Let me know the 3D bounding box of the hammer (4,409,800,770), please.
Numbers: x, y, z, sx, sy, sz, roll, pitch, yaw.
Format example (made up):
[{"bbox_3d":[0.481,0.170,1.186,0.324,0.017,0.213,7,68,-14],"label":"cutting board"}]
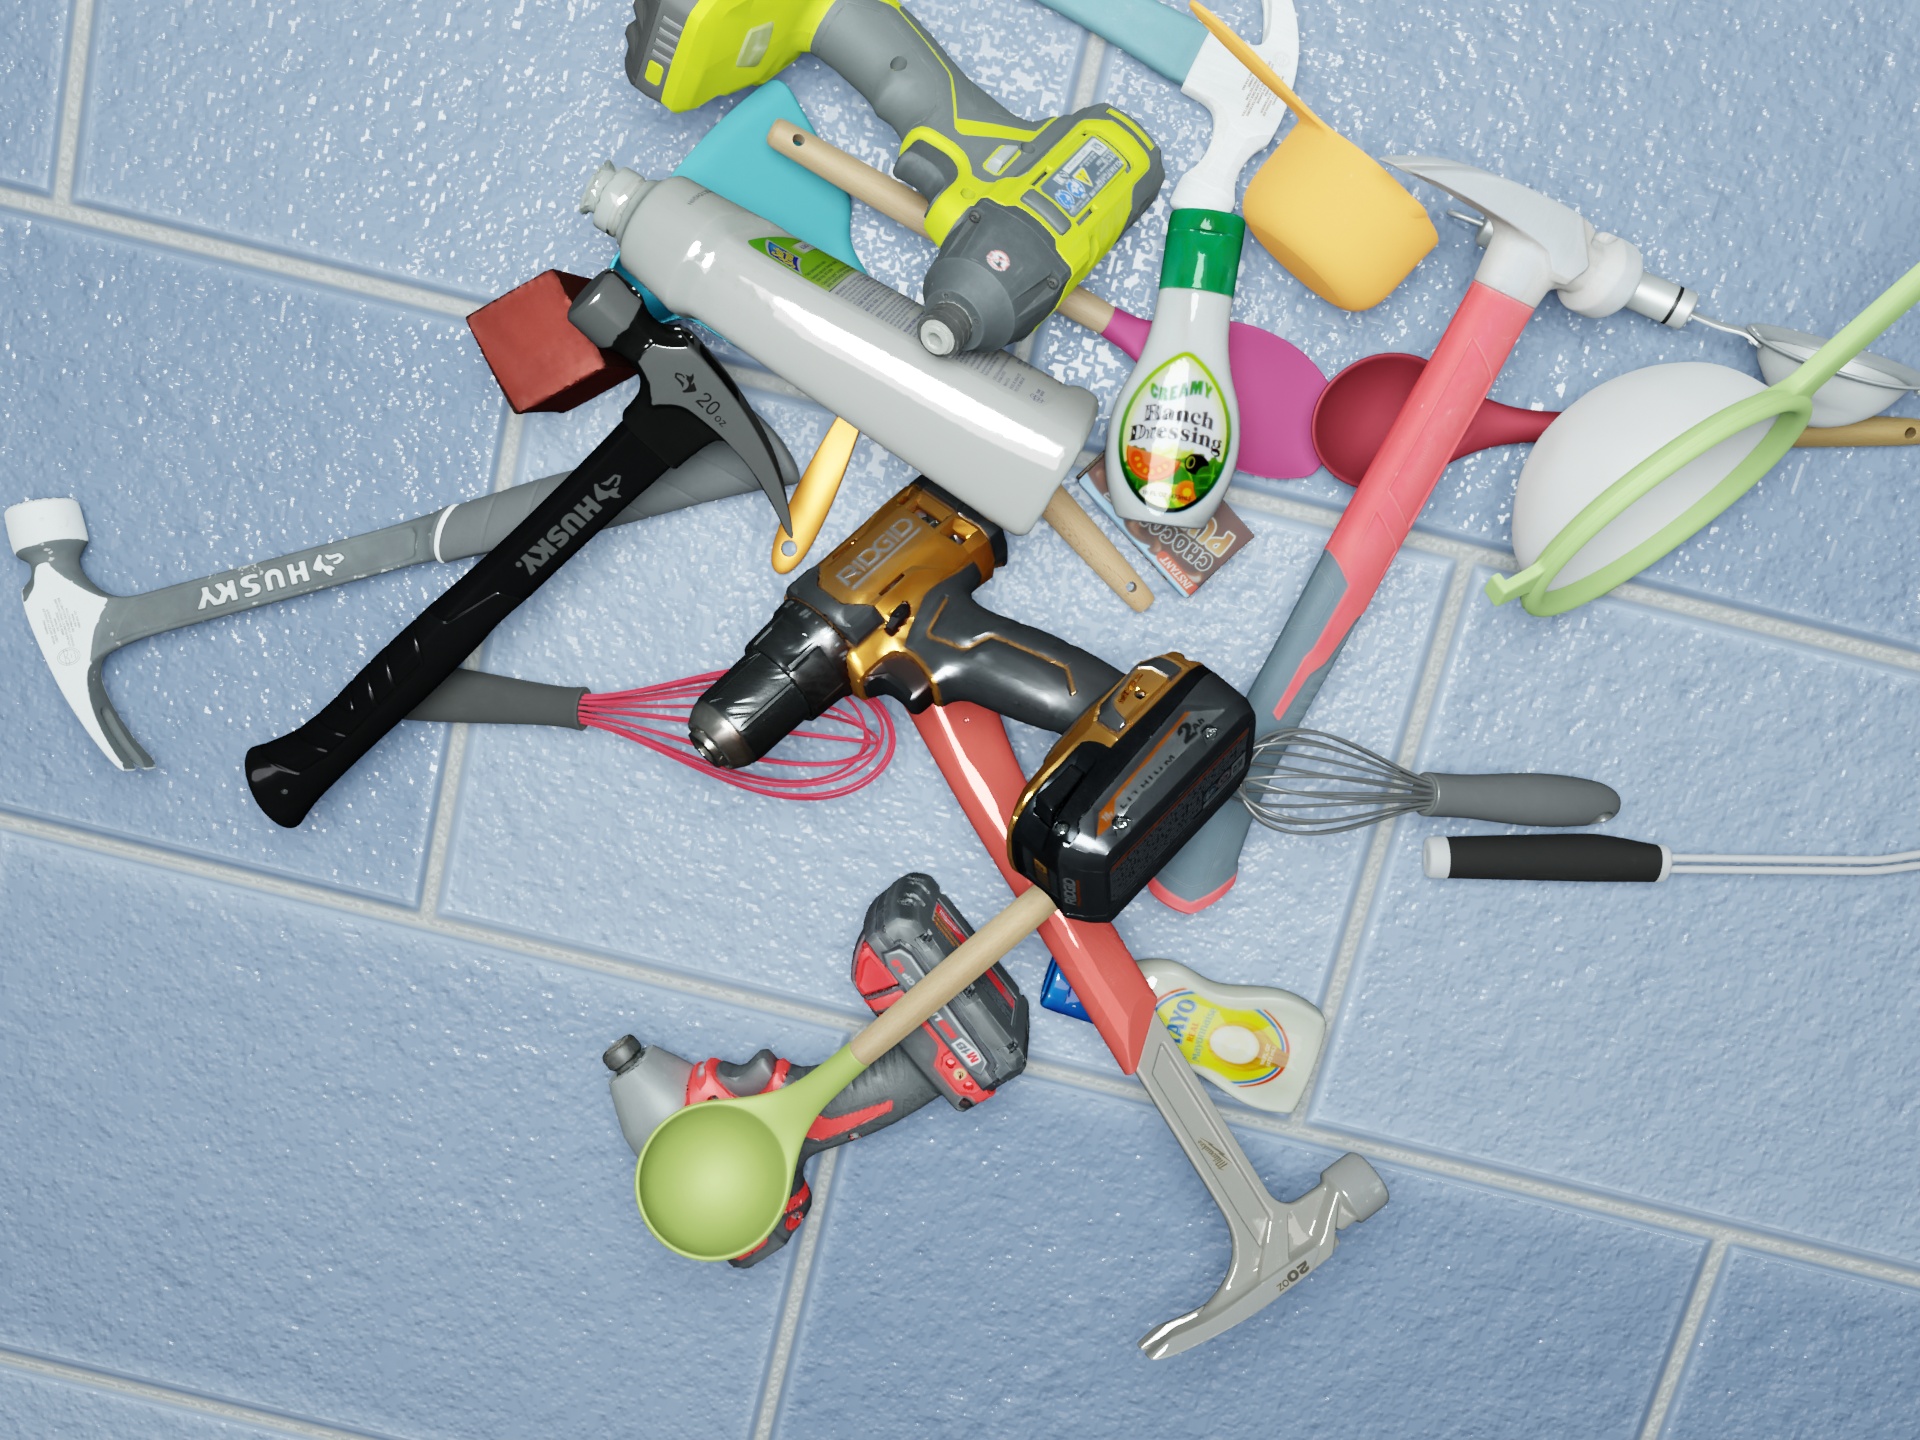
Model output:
[{"bbox_3d":[-0.284,-0.087,0.824,0.409,0.036,0.149,-14,91,3],"label":"hammer"}]

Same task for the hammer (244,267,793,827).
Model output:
[{"bbox_3d":[-0.231,-0.057,0.785,0.334,0.035,0.146,-40,120,14],"label":"hammer"}]

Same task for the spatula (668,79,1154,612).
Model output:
[{"bbox_3d":[-0.011,-0.171,0.799,0.082,0.044,0.317,-43,98,5],"label":"spatula"}]

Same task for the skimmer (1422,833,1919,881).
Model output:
[{"bbox_3d":[0.427,0.095,0.811,0.363,0.090,0.127,1,133,4],"label":"skimmer"}]

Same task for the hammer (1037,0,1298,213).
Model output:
[{"bbox_3d":[0.013,-0.373,0.763,0.331,0.033,0.128,28,102,-3],"label":"hammer"}]

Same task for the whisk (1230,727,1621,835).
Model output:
[{"bbox_3d":[0.236,0.034,0.800,0.239,0.055,0.055,4,102,-21],"label":"whisk"}]

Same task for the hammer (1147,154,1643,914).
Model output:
[{"bbox_3d":[0.176,-0.072,0.773,0.143,0.038,0.386,13,114,-29],"label":"hammer"}]

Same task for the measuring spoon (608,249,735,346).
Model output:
[{"bbox_3d":[-0.118,-0.204,0.814,0.128,0.021,0.042,25,100,-12],"label":"measuring spoon"}]

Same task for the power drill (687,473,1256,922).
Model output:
[{"bbox_3d":[-0.001,-0.002,0.745,0.226,0.084,0.185,38,69,26],"label":"power drill"}]

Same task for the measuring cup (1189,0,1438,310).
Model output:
[{"bbox_3d":[0.147,-0.254,0.733,0.173,0.095,0.052,31,105,-34],"label":"measuring cup"}]

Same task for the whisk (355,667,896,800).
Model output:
[{"bbox_3d":[-0.179,-0.003,0.835,0.296,0.073,0.073,6,102,7],"label":"whisk"}]

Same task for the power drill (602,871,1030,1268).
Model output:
[{"bbox_3d":[-0.082,0.186,0.859,0.219,0.078,0.143,-36,97,11],"label":"power drill"}]

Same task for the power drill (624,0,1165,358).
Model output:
[{"bbox_3d":[-0.032,-0.269,0.714,0.223,0.080,0.171,39,55,-3],"label":"power drill"}]

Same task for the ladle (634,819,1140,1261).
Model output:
[{"bbox_3d":[-0.033,0.151,0.779,0.320,0.062,0.078,-41,88,10],"label":"ladle"}]

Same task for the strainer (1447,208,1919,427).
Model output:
[{"bbox_3d":[0.356,-0.196,0.774,0.258,0.087,0.050,26,120,7],"label":"strainer"}]

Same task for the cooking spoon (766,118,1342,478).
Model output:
[{"bbox_3d":[0.050,-0.210,0.782,0.318,0.017,0.069,26,93,-12],"label":"cooking spoon"}]

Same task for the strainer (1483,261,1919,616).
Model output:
[{"bbox_3d":[0.339,-0.152,0.714,0.256,0.151,0.069,-48,65,34],"label":"strainer"}]

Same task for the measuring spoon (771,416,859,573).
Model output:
[{"bbox_3d":[-0.071,-0.128,0.826,0.021,0.011,0.117,26,101,-3],"label":"measuring spoon"}]

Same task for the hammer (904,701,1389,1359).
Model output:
[{"bbox_3d":[0.066,0.135,0.817,0.149,0.036,0.359,-31,86,-11],"label":"hammer"}]

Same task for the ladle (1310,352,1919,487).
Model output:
[{"bbox_3d":[0.331,-0.148,0.799,0.315,0.031,0.069,1,110,0],"label":"ladle"}]
